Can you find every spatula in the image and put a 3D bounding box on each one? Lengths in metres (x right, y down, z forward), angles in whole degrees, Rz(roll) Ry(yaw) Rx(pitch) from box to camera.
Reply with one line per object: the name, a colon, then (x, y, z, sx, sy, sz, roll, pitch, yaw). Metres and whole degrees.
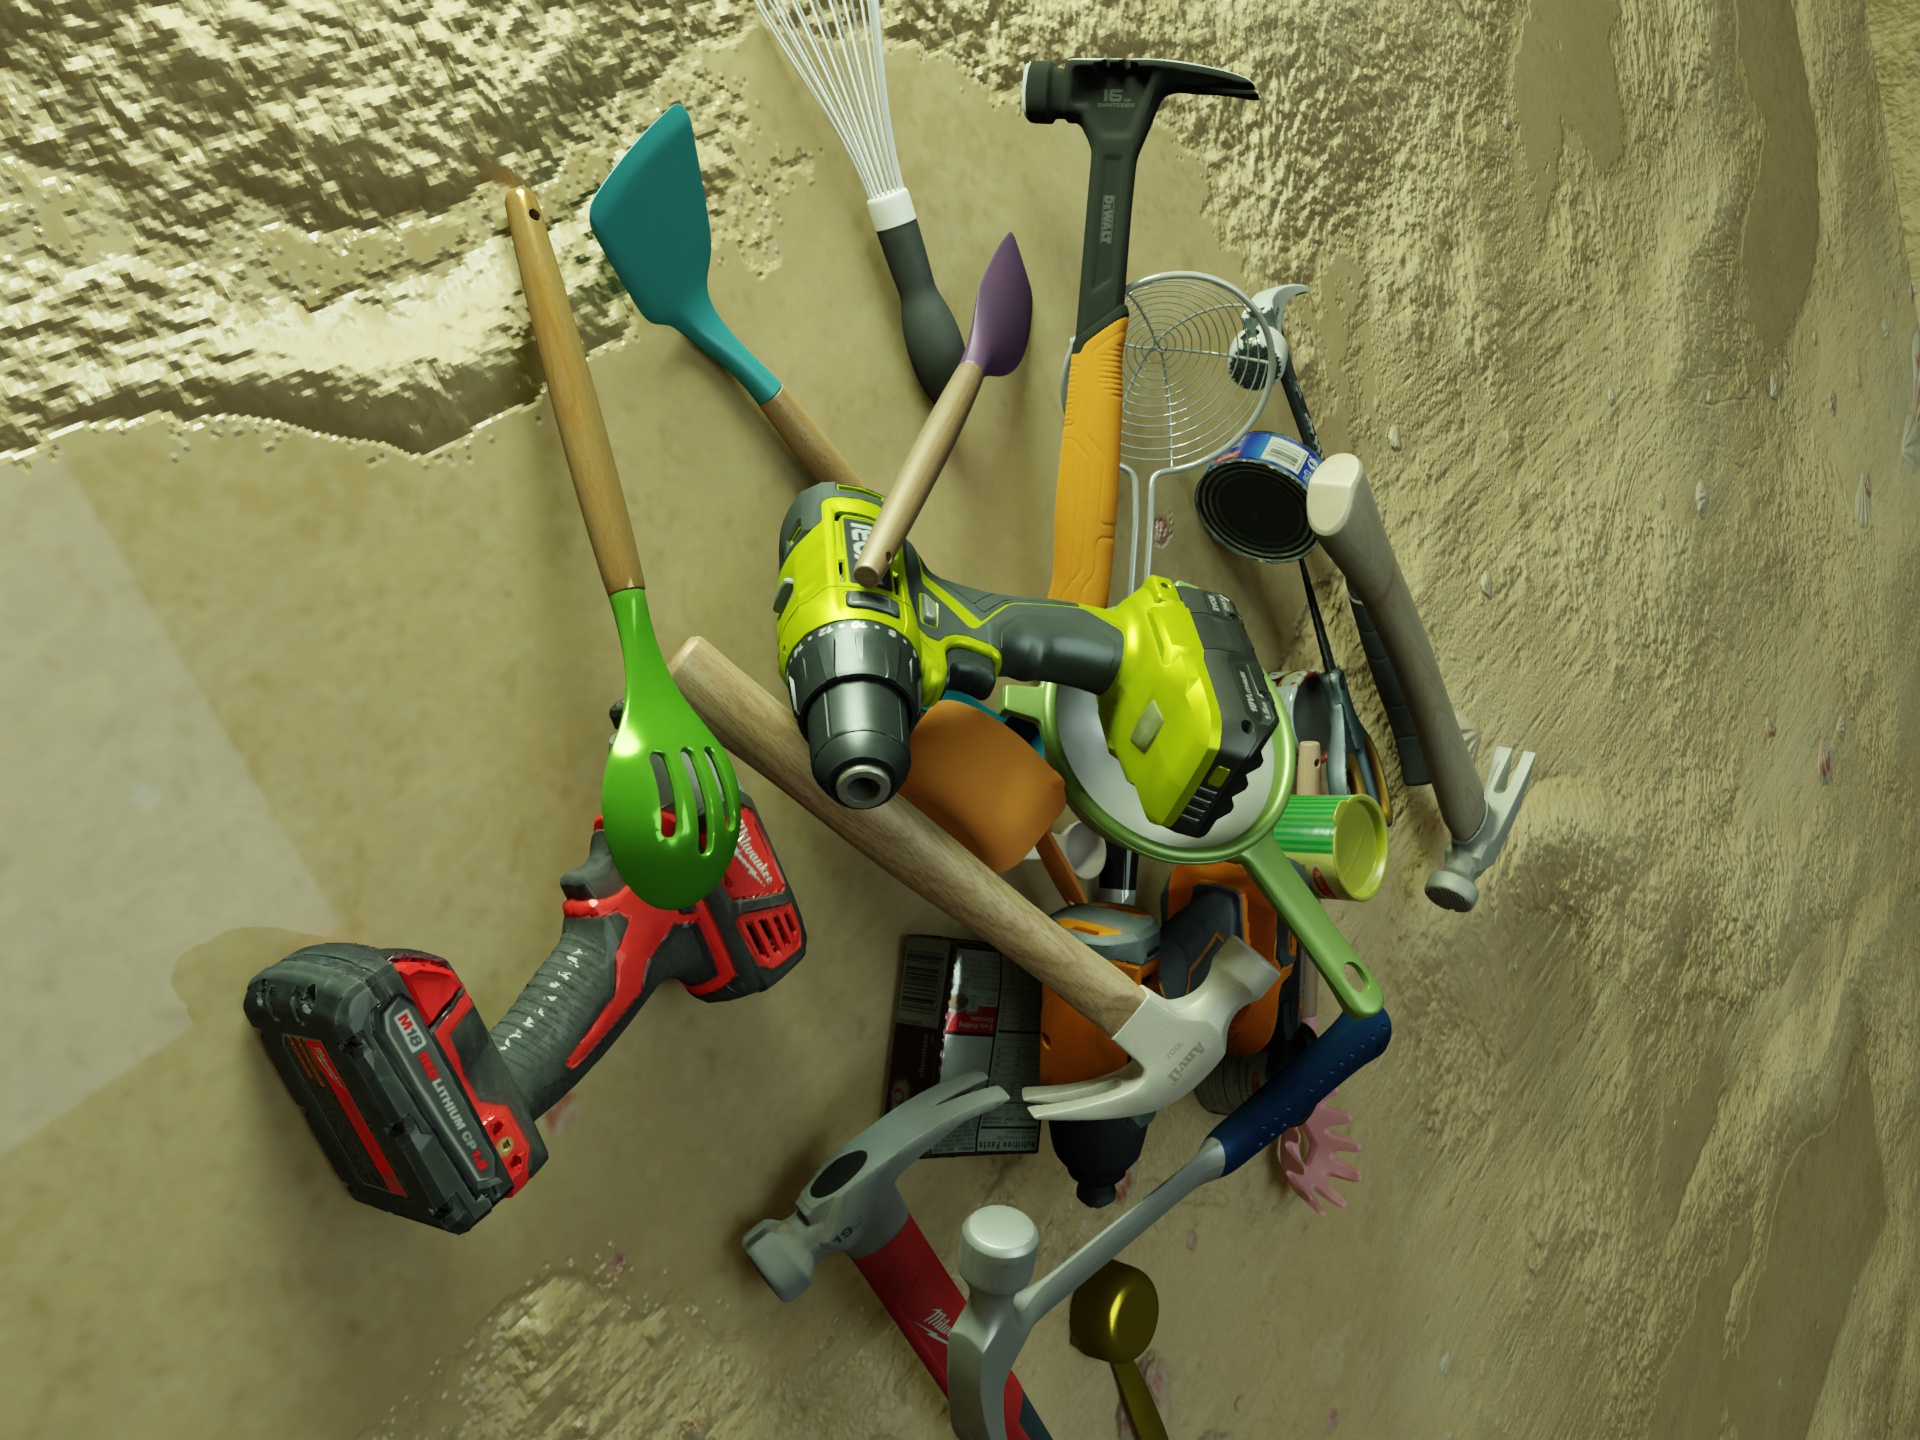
spatula: (-0.071, -0.141, 0.777, 0.317, 0.044, 0.082, 50, 52, -33)
spatula: (-0.001, -0.160, 0.803, 0.316, 0.018, 0.059, -68, 145, -48)

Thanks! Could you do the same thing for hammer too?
hammer: (0.033, 0.359, 0.843, 0.143, 0.038, 0.386, -35, 118, -16)
hammer: (0.084, -0.191, 0.883, 0.034, 0.127, 0.337, -20, 117, -73)
hammer: (-0.007, 0.076, 0.758, 0.331, 0.031, 0.130, 38, 93, -13)
hammer: (0.127, 0.244, 0.853, 0.405, 0.035, 0.144, -19, 123, -48)
hammer: (0.275, -0.116, 1.121, 0.408, 0.036, 0.149, 63, 31, -29)
hammer: (0.320, -0.034, 1.095, 0.146, 0.038, 0.410, -58, 137, -23)

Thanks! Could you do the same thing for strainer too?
strainer: (0.133, 0.058, 0.864, 0.151, 0.069, 0.256, -32, 82, -30)

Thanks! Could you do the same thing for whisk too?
whisk: (-0.044, -0.291, 0.804, 0.070, 0.070, 0.284, -40, 120, -39)

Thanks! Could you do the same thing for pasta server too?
pasta server: (0.237, 0.172, 1.063, 0.060, 0.040, 0.316, -6, 99, -38)

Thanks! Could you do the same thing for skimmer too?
skimmer: (0.111, -0.071, 0.928, 0.127, 0.090, 0.363, 5, 87, -11)

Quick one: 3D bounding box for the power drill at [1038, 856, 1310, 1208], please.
power drill: (0.119, 0.167, 0.906, 0.226, 0.084, 0.164, -16, 110, -54)

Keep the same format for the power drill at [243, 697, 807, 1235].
power drill: (-0.164, 0.090, 0.653, 0.220, 0.078, 0.143, -38, 115, -43)

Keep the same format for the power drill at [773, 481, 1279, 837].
power drill: (0.025, -0.017, 0.740, 0.228, 0.080, 0.191, 12, 38, -18)

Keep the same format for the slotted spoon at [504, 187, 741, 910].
slotted spoon: (-0.146, -0.077, 0.659, 0.070, 0.031, 0.314, -7, 78, -49)

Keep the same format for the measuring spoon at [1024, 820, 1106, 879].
measuring spoon: (0.033, 0.070, 0.900, 0.124, 0.018, 0.034, 10, 76, -38)

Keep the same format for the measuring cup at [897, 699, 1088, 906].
measuring cup: (0.021, 0.067, 0.840, 0.052, 0.095, 0.173, -49, 130, -23)

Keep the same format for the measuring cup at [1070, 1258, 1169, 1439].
measuring cup: (0.110, 0.393, 0.949, 0.062, 0.029, 0.156, -34, 111, -41)

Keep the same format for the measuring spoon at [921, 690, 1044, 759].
measuring spoon: (-0.001, -0.003, 0.867, 0.128, 0.021, 0.042, 27, 68, -32)
